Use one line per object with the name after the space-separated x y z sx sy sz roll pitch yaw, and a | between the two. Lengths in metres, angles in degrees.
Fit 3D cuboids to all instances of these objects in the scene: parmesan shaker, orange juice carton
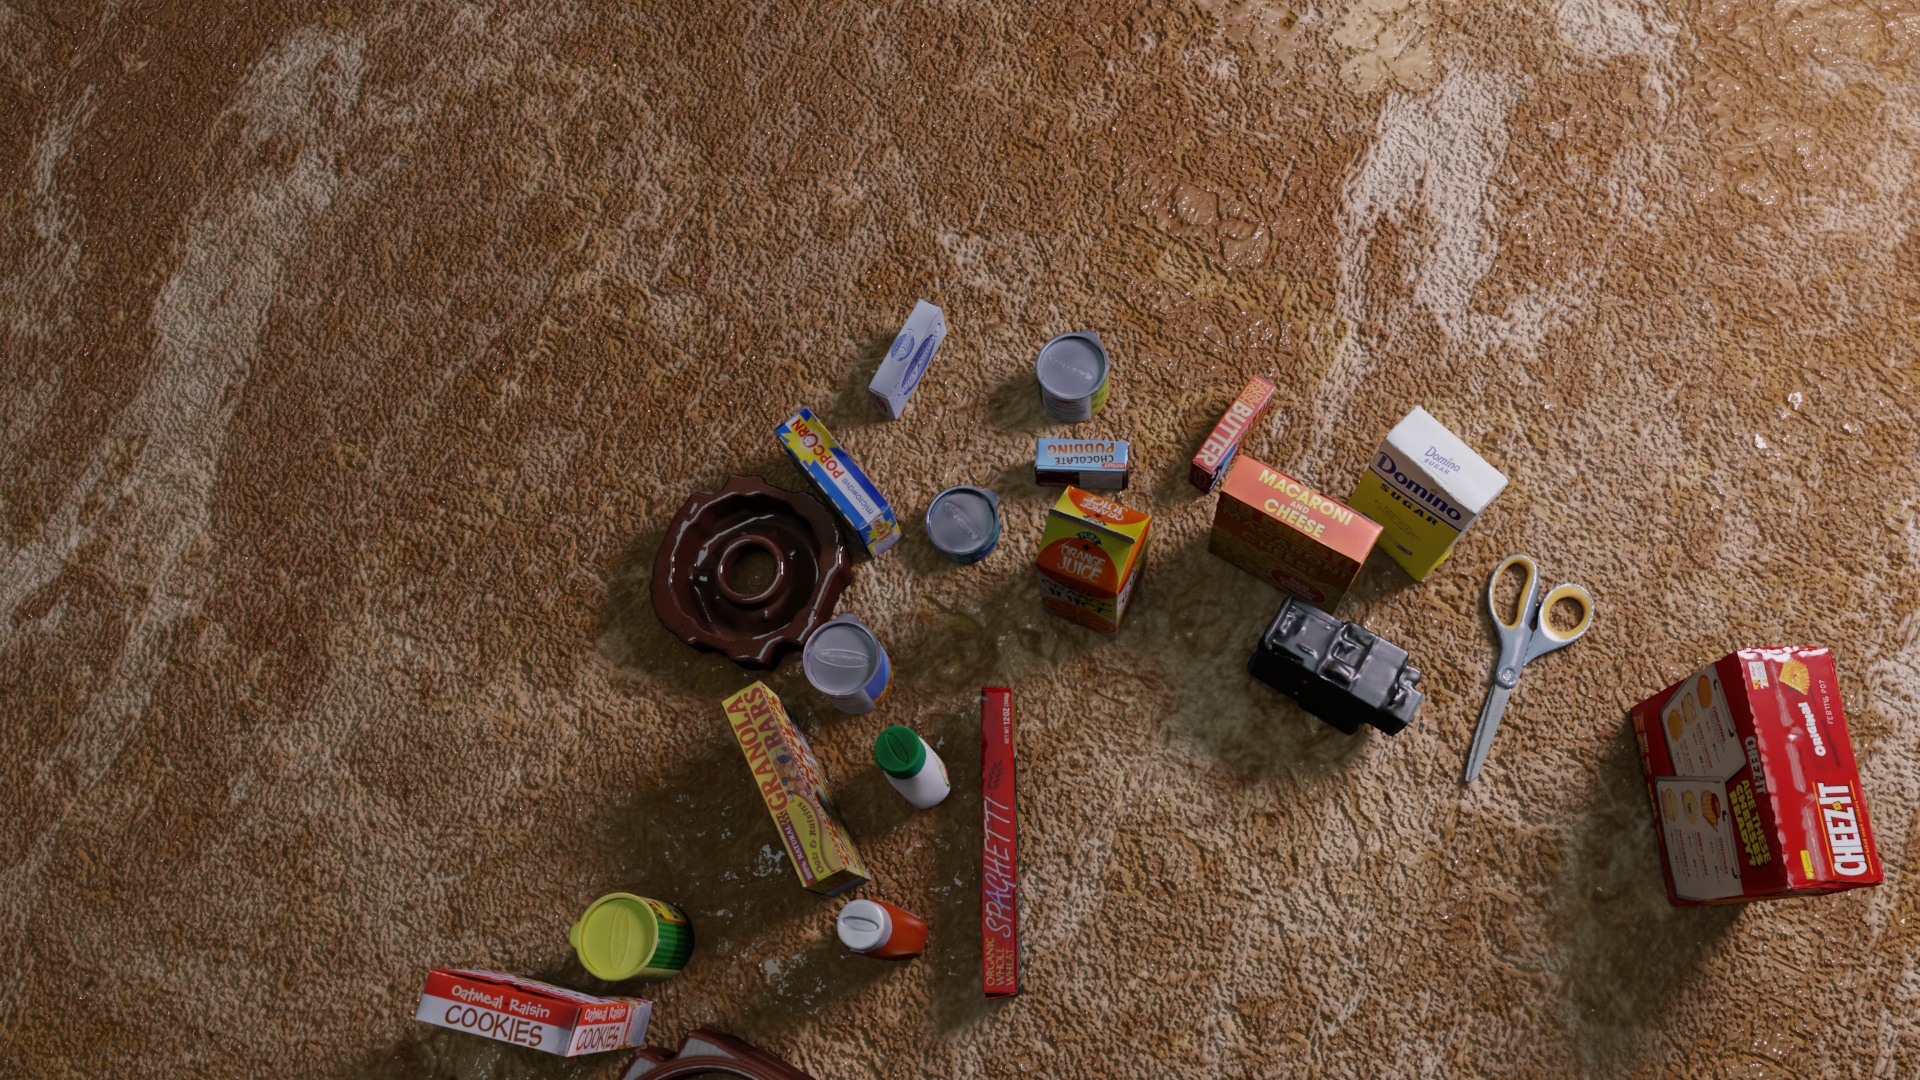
-0.264 0.323 1.126 0.071 0.103 0.071 -2 72 6 | parmesan shaker
0.109 0.015 1.142 0.072 0.192 0.073 22 76 12 | orange juice carton

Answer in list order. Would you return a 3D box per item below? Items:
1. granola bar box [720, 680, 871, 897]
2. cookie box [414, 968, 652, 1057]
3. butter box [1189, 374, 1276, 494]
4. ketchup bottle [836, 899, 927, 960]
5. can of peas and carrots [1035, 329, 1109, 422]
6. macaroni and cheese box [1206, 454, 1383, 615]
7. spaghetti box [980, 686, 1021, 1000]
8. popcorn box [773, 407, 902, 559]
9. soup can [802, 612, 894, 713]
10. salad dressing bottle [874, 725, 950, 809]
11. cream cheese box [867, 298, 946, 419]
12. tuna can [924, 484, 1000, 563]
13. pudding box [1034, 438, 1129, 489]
-0.135 0.207 1.140 0.039 0.124 0.166 -27 71 -3 | granola bar box
-0.327 0.366 1.085 0.123 0.167 0.040 9 74 9 | cookie box
0.242 -0.095 1.239 0.024 0.053 0.104 34 78 15 | butter box
-0.066 0.305 1.087 0.065 0.148 0.043 7 73 9 | ketchup bottle
0.104 -0.150 1.269 0.071 0.058 0.071 -2 72 6 | can of peas and carrots
0.270 -0.002 1.145 0.124 0.166 0.040 30 78 14 | macaroni and cheese box
0.033 0.248 1.148 0.029 0.050 0.251 -2 71 6 | spaghetti box
-0.108 -0.050 1.244 0.038 0.085 0.127 -38 72 -7 | popcorn box
-0.094 0.107 1.191 0.071 0.083 0.071 -2 72 6 | soup can
-0.041 0.181 1.126 0.044 0.147 0.064 -33 72 -5 | salad dressing bottle
-0.049 -0.169 1.294 0.024 0.053 0.104 25 76 13 | cream cheese box
0.004 -0.016 1.248 0.071 0.032 0.071 -2 72 5 | tuna can
0.109 -0.068 1.246 0.084 0.049 0.030 2 72 7 | pudding box
